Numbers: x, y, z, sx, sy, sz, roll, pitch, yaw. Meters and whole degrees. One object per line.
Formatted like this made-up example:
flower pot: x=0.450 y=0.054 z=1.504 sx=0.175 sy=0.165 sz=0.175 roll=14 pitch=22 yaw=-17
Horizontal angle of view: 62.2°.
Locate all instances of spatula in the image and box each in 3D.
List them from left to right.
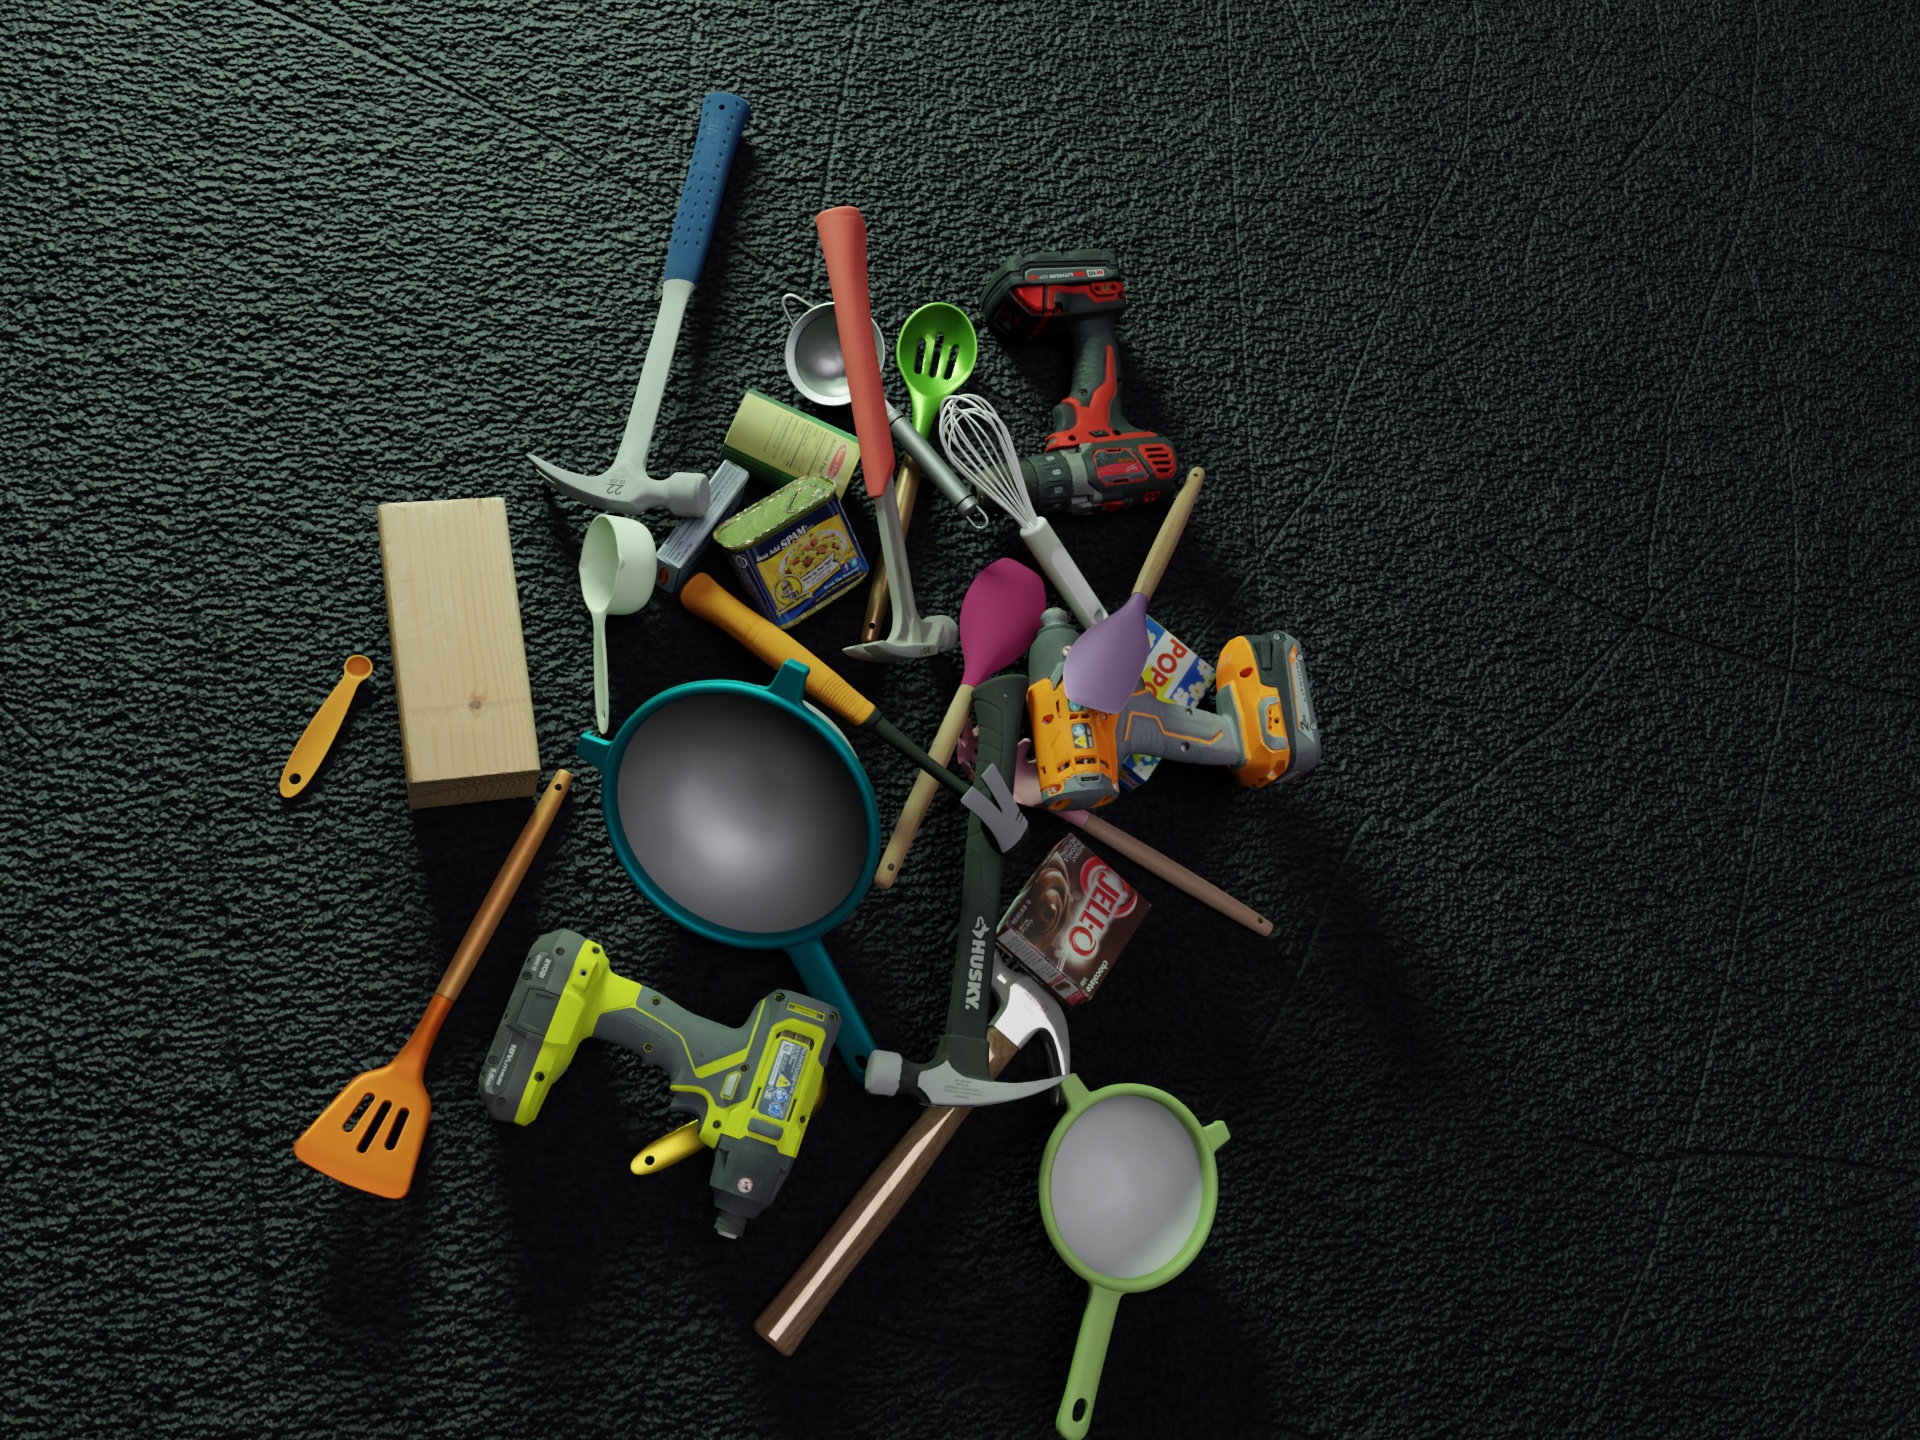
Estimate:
spatula: x=-0.354 y=0.174 z=1.130 sx=0.081 sy=0.041 sz=0.323 roll=27 pitch=68 yaw=-8
spatula: x=0.151 y=-0.115 z=1.298 sx=0.060 sy=0.018 sz=0.316 roll=18 pitch=48 yaw=13

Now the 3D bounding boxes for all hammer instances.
hammer: x=-0.238 y=-0.348 z=1.300 sx=0.144 sy=0.035 sz=0.406 roll=5 pitch=67 yaw=9
hammer: x=-0.090 y=-0.018 z=1.183 sx=0.337 sy=0.127 sz=0.034 roll=36 pitch=80 yaw=24
hammer: x=-0.073 y=-0.224 z=1.251 sx=0.149 sy=0.037 sz=0.359 roll=-10 pitch=90 yaw=-64
hammer: x=-0.034 y=0.329 z=1.194 sx=0.130 sy=0.031 sz=0.331 roll=42 pitch=68 yaw=-3
hammer: x=0.022 y=0.123 z=1.200 sx=0.146 sy=0.035 sz=0.335 roll=11 pitch=71 yaw=-11

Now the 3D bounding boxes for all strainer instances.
strainer: x=-0.124 y=0.111 z=1.190 sx=0.211 sy=0.095 sz=0.340 roll=-18 pitch=107 yaw=20
strainer: x=-0.061 y=-0.254 z=1.324 sx=0.087 sy=0.050 sz=0.258 roll=-41 pitch=79 yaw=9
strainer: x=0.103 y=0.402 z=1.198 sx=0.151 sy=0.069 sz=0.256 roll=21 pitch=74 yaw=-18

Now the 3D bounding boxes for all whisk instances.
whisk: x=0.056 y=-0.166 z=1.311 sx=0.058 sy=0.059 sz=0.246 roll=-50 pitch=118 yaw=-26

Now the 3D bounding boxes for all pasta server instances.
pasta server: x=0.128 y=0.094 z=1.307 sx=0.316 sy=0.040 sz=0.060 roll=31 pitch=60 yaw=-8

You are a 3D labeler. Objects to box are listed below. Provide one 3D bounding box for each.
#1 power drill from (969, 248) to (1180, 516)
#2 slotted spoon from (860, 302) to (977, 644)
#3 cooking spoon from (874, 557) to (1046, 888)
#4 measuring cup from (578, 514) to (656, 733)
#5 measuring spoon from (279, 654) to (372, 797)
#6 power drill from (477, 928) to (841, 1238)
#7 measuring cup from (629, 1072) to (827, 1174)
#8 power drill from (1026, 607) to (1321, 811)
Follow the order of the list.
power drill: x=0.080 y=-0.284 z=1.379 sx=0.188 sy=0.080 sz=0.227 roll=-10 pitch=81 yaw=-20
slotted spoon: x=-0.044 y=-0.209 z=1.343 sx=0.070 sy=0.031 sz=0.314 roll=13 pitch=73 yaw=-1
cooking spoon: x=-0.002 y=-0.004 z=1.258 sx=0.068 sy=0.017 sz=0.319 roll=29 pitch=60 yaw=-9
measuring cup: x=-0.261 y=-0.074 z=1.223 sx=0.038 sy=0.083 sz=0.167 roll=-1 pitch=92 yaw=-35
measuring spoon: x=-0.463 y=0.005 z=1.161 sx=0.021 sy=0.011 sz=0.117 roll=26 pitch=72 yaw=-9
power drill: x=-0.214 y=0.251 z=1.119 sx=0.223 sy=0.080 sz=0.171 roll=20 pitch=74 yaw=-5
measuring cup: x=-0.168 y=0.291 z=1.161 sx=0.156 sy=0.029 sz=0.062 roll=-24 pitch=83 yaw=-24
power drill: x=0.164 y=-0.017 z=1.285 sx=0.226 sy=0.084 sz=0.164 roll=-4 pitch=74 yaw=-14
